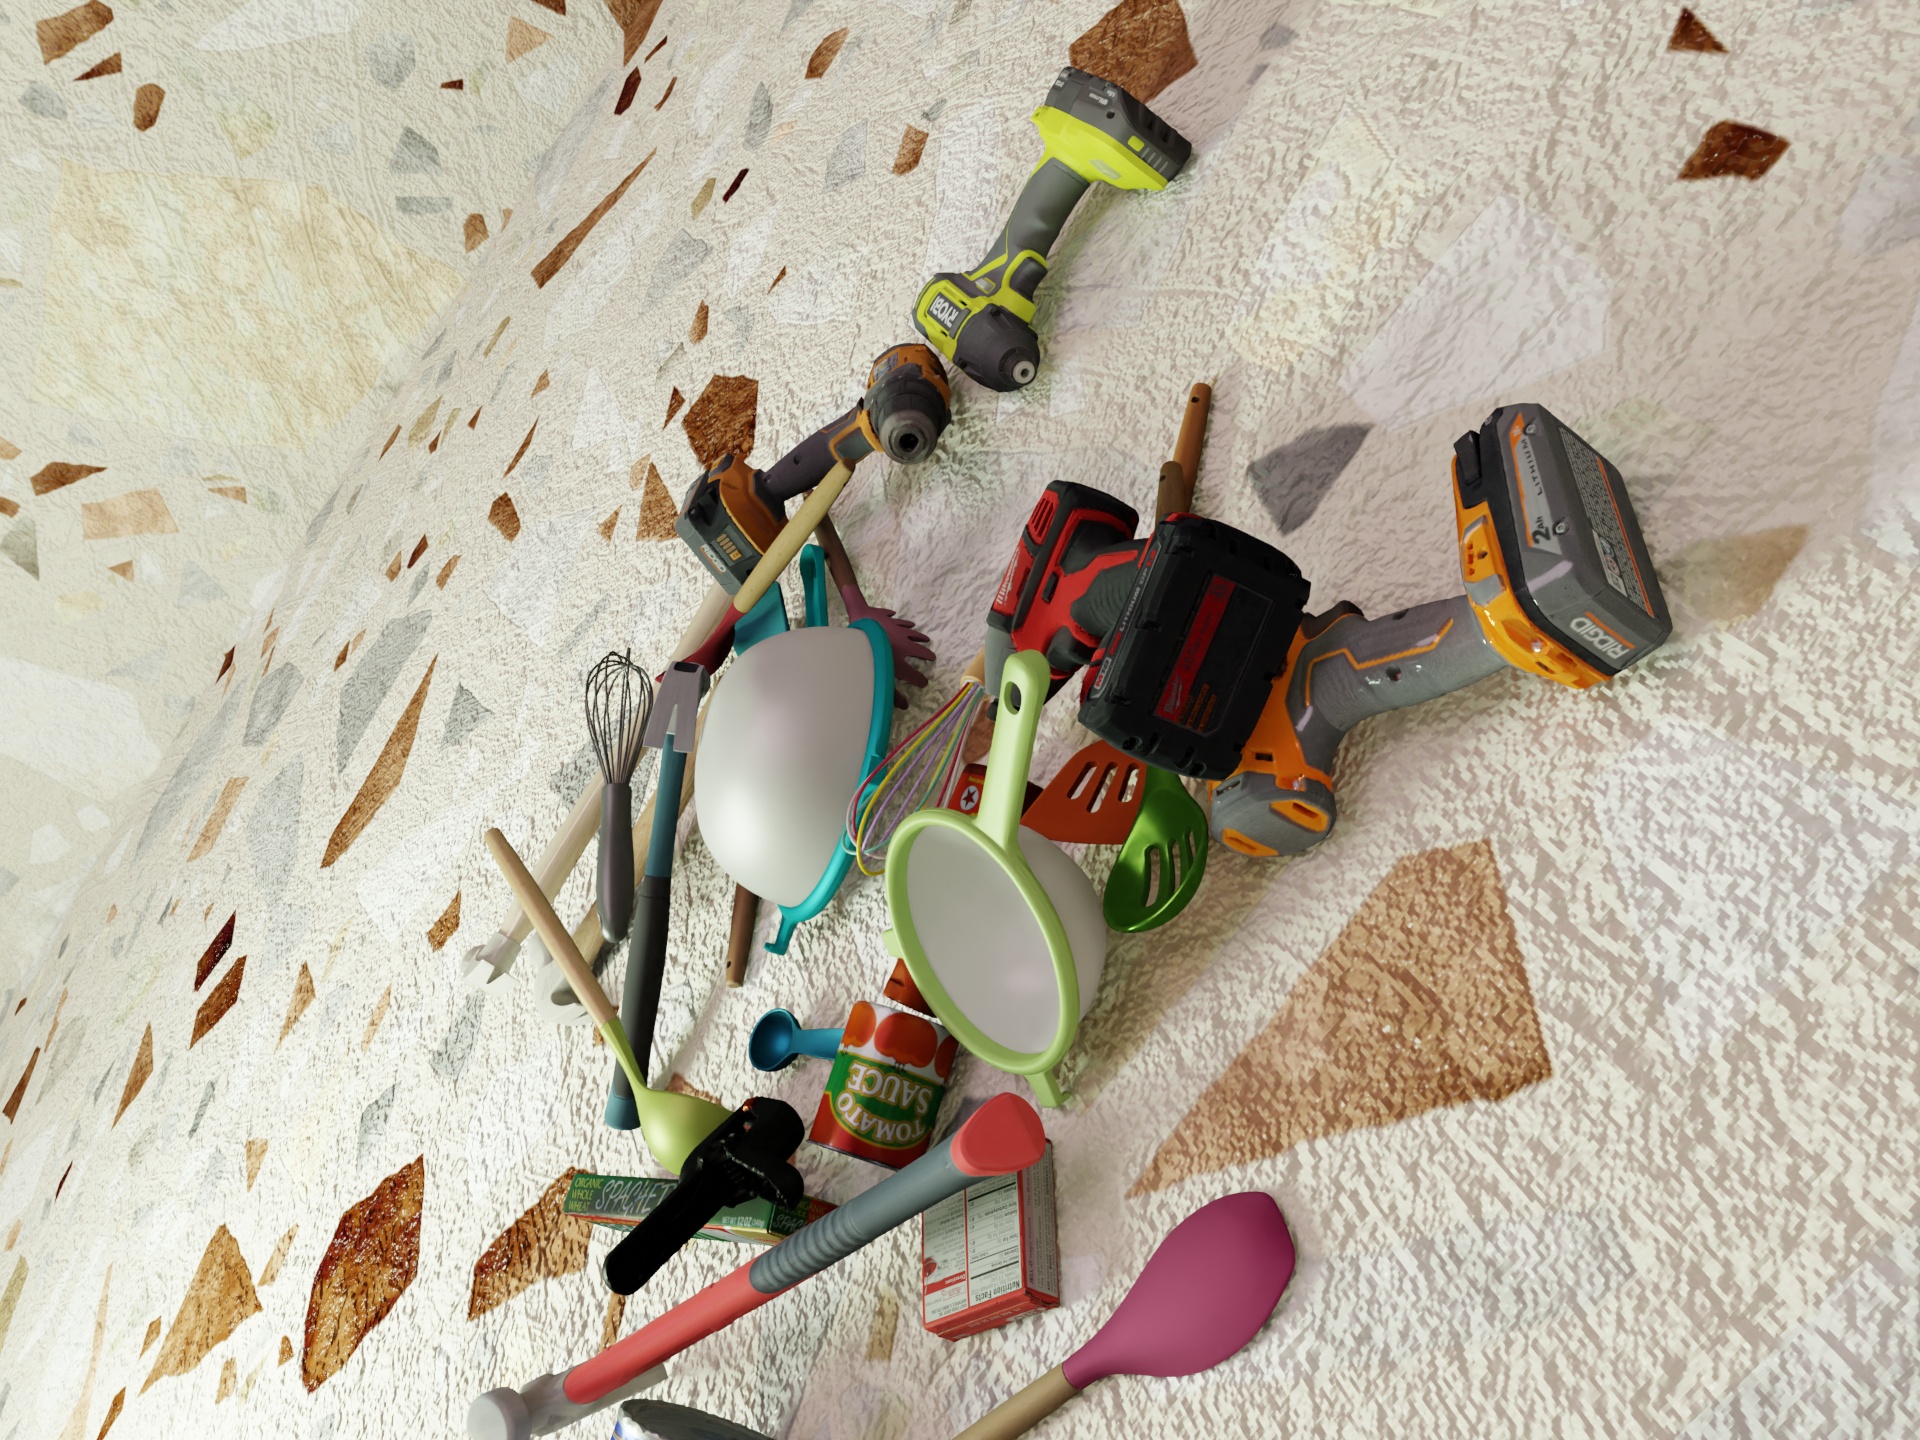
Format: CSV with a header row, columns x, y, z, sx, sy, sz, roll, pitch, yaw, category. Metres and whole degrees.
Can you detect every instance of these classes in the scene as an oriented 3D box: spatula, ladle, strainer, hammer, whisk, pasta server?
x,y,z,sx,sy,sz,roll,pitch,yaw,category
0.110,-0.069,0.927,0.081,0.041,0.323,2,64,27,spatula
-0.238,0.179,1.073,0.062,0.078,0.320,-31,58,-17,ladle
0.035,0.065,0.821,0.152,0.069,0.256,39,136,35,strainer
-0.272,0.036,1.277,0.411,0.038,0.146,-61,15,-18,hammer
-0.257,0.052,1.194,0.055,0.055,0.239,-28,55,39,whisk
-0.099,0.300,0.863,0.386,0.143,0.038,-37,70,25,hammer
-0.132,-0.022,1.110,0.341,0.095,0.211,-98,30,-45,strainer
-0.158,0.046,1.188,0.082,0.044,0.318,-31,45,44,spatula
-0.252,0.106,1.246,0.331,0.031,0.130,-57,36,19,hammer
-0.216,0.123,1.129,0.128,0.033,0.331,-159,77,-85,hammer
-0.001,-0.002,0.969,0.051,0.047,0.245,-16,33,49,whisk
-0.083,-0.106,1.221,0.060,0.040,0.317,-50,32,16,pasta server
-0.148,-0.099,1.153,0.069,0.031,0.315,-40,-2,-41,ladle

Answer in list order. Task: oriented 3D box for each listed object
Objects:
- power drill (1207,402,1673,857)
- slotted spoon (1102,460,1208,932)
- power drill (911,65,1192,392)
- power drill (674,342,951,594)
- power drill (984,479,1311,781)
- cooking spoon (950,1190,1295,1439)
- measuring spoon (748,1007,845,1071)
x,y,z,sx,sy,sz,roll,pitch,yaw,category
0.204,-0.049,0.760,0.226,0.084,0.164,-36,41,38,power drill
0.112,-0.023,0.864,0.070,0.031,0.314,-31,41,43,slotted spoon
0.063,-0.351,1.165,0.223,0.080,0.171,-56,33,14,power drill
-0.104,-0.189,1.195,0.226,0.084,0.185,-33,23,12,power drill
0.076,-0.047,0.827,0.143,0.078,0.220,-67,23,4,power drill
0.036,0.325,0.758,0.319,0.017,0.069,-45,37,22,cooking spoon
-0.084,0.207,1.006,0.129,0.021,0.042,-5,61,40,measuring spoon
